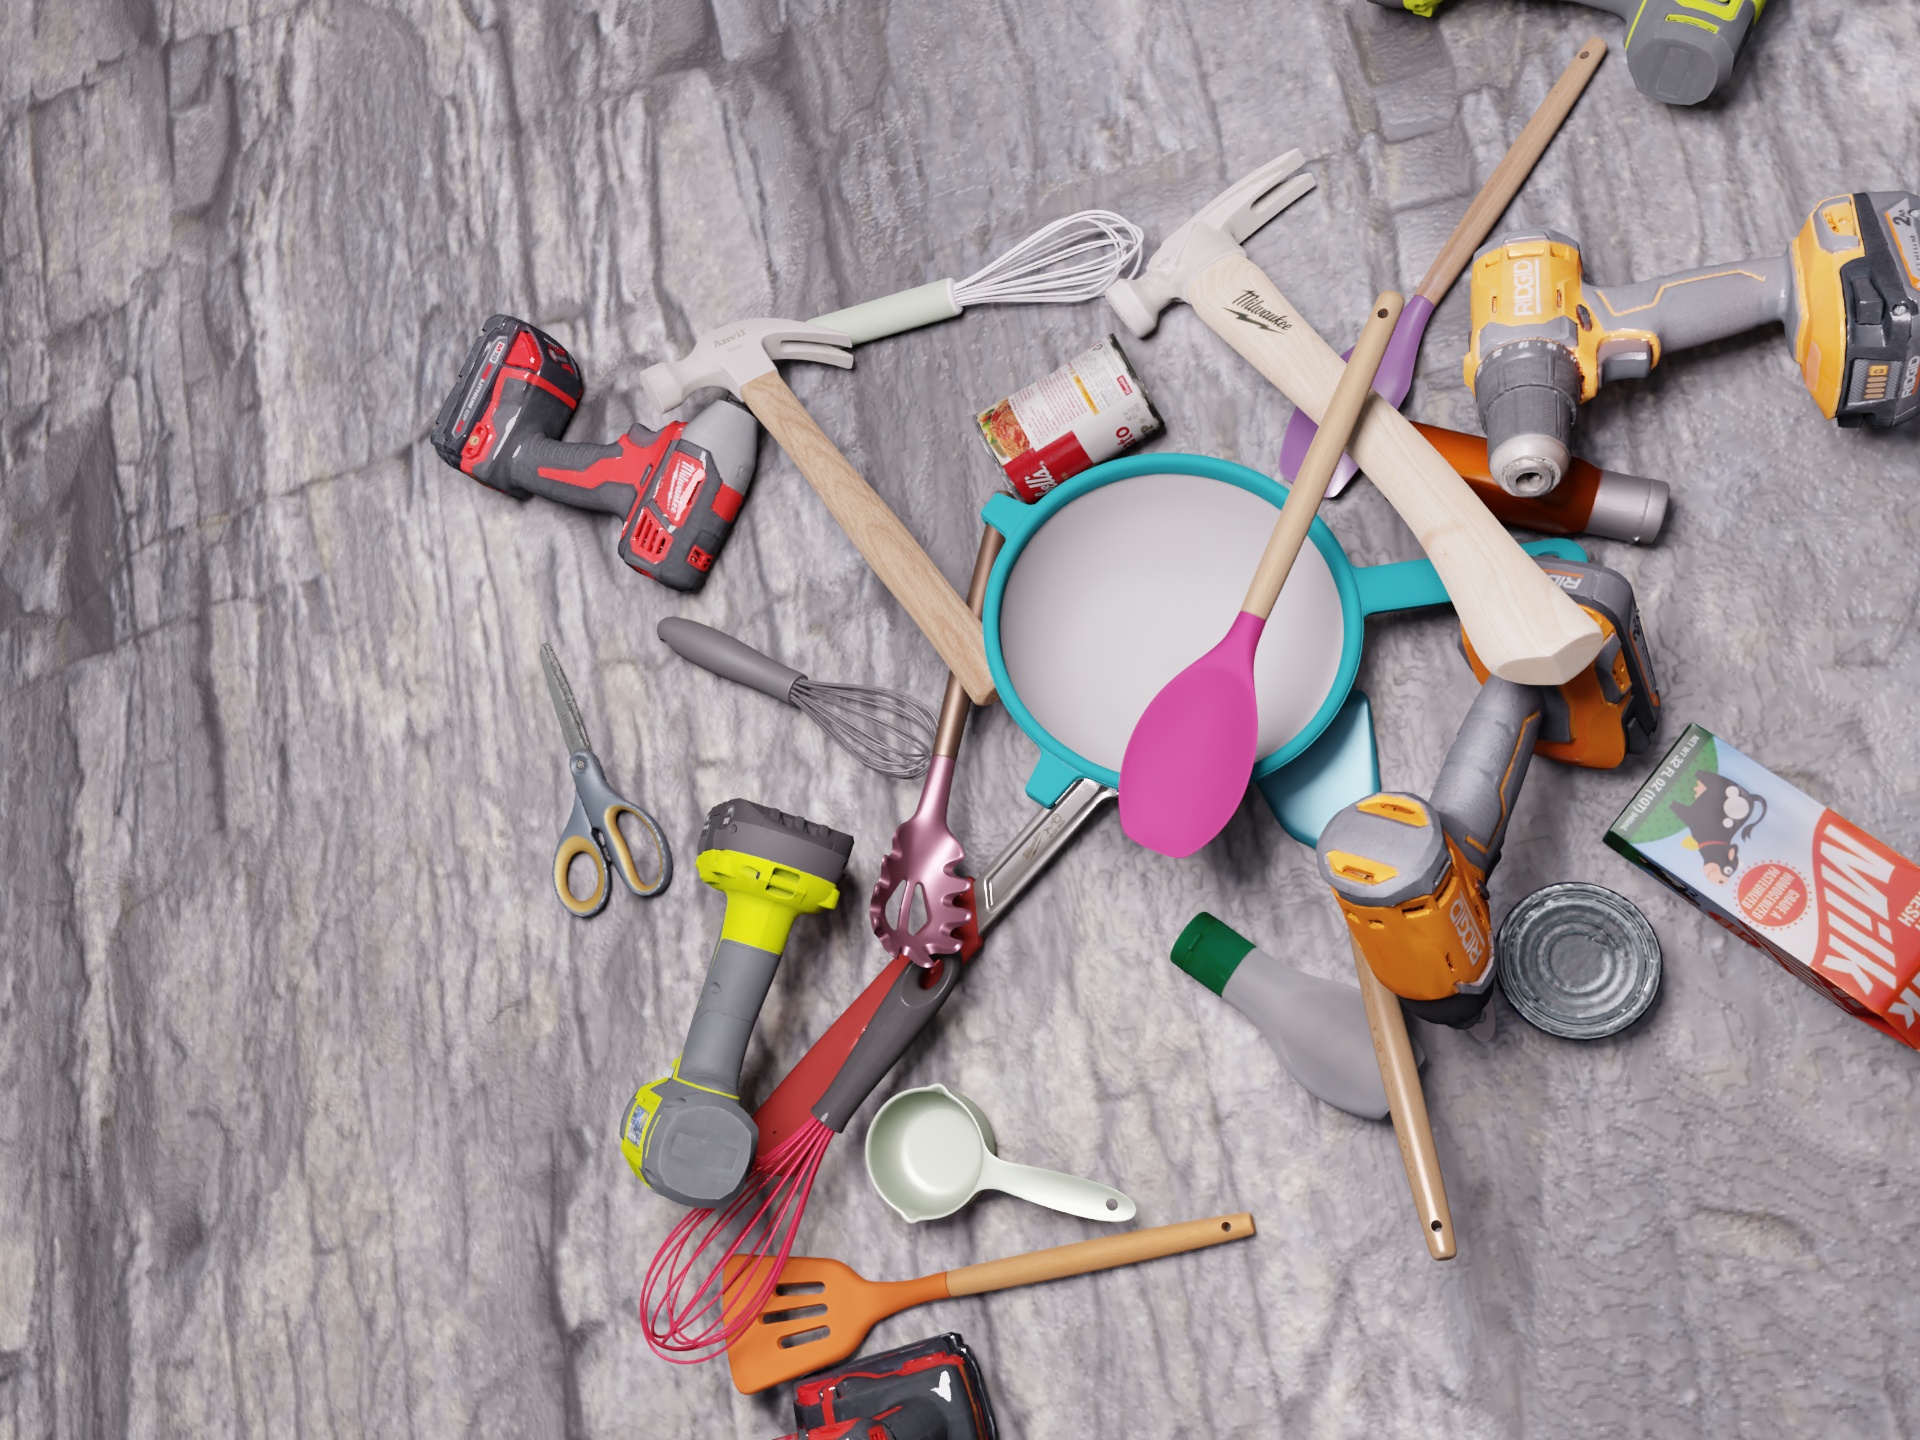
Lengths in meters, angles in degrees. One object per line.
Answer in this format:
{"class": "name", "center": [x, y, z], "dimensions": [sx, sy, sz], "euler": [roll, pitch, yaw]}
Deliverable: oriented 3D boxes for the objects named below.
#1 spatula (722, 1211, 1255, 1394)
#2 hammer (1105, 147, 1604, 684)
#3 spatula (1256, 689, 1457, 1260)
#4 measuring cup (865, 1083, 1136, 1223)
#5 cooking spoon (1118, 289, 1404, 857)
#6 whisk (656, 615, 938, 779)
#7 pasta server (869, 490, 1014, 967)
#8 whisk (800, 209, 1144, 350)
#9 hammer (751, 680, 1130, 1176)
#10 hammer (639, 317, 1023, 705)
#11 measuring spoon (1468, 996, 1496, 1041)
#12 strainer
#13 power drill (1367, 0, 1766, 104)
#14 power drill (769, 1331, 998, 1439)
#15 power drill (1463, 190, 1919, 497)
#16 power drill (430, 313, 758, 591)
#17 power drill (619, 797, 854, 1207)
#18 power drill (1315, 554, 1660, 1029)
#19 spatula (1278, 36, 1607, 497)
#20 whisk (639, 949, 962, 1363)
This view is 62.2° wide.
{"class": "spatula", "center": [0.013, 0.327, 0.935], "dimensions": [0.322, 0.041, 0.081], "euler": [-17, 64, 15]}
{"class": "hammer", "center": [0.223, -0.173, 0.874], "dimensions": [0.146, 0.038, 0.411], "euler": [-37, 48, 11]}
{"class": "spatula", "center": [0.220, 0.130, 0.866], "dimensions": [0.082, 0.044, 0.318], "euler": [-18, 54, 16]}
{"class": "measuring cup", "center": [0.026, 0.267, 0.944], "dimensions": [0.167, 0.038, 0.083], "euler": [10, 84, 19]}
{"class": "cooking spoon", "center": [0.165, -0.078, 0.835], "dimensions": [0.069, 0.017, 0.319], "euler": [24, 90, 26]}
{"class": "whisk", "center": [-0.109, -0.021, 1.039], "dimensions": [0.239, 0.055, 0.055], "euler": [24, 89, 26]}
{"class": "pasta server", "center": [-0.002, -0.003, 0.970], "dimensions": [0.060, 0.040, 0.316], "euler": [19, 69, -16]}
{"class": "whisk", "center": [0.003, -0.283, 1.051], "dimensions": [0.246, 0.057, 0.059], "euler": [-11, 43, 20]}
{"class": "hammer", "center": [-0.022, 0.138, 0.984], "dimensions": [0.359, 0.036, 0.149], "euler": [-48, 69, 6]}
{"class": "hammer", "center": [-0.066, -0.139, 1.005], "dimensions": [0.130, 0.031, 0.332], "euler": [-31, 66, -16]}
{"class": "measuring spoon", "center": [0.277, 0.119, 0.896], "dimensions": [0.034, 0.018, 0.124], "euler": [-17, 82, 16]}
{"class": "strainer", "center": [0.184, -0.052, 0.925], "dimensions": [0.340, 0.095, 0.211], "euler": [-8, 68, 0]}
{"class": "power drill", "center": [0.366, -0.465, 0.931], "dimensions": [0.223, 0.080, 0.171], "euler": [25, 76, 18]}
{"class": "power drill", "center": [-0.090, 0.407, 0.856], "dimensions": [0.188, 0.226, 0.080], "euler": [-22, 74, 14]}
{"class": "power drill", "center": [0.386, -0.196, 0.846], "dimensions": [0.226, 0.084, 0.185], "euler": [-1, 51, 20]}
{"class": "power drill", "center": [-0.244, -0.193, 1.104], "dimensions": [0.220, 0.078, 0.143], "euler": [27, 90, 19]}
{"class": "power drill", "center": [-0.147, 0.171, 0.966], "dimensions": [0.080, 0.190, 0.228], "euler": [20, 77, -16]}
{"class": "power drill", "center": [0.276, 0.045, 0.821], "dimensions": [0.084, 0.164, 0.226], "euler": [16, 60, 44]}
{"class": "spatula", "center": [0.292, -0.274, 0.957], "dimensions": [0.060, 0.018, 0.316], "euler": [36, 94, 33]}
{"class": "whisk", "center": [-0.091, 0.252, 0.939], "dimensions": [0.073, 0.073, 0.296], "euler": [35, 86, 21]}
